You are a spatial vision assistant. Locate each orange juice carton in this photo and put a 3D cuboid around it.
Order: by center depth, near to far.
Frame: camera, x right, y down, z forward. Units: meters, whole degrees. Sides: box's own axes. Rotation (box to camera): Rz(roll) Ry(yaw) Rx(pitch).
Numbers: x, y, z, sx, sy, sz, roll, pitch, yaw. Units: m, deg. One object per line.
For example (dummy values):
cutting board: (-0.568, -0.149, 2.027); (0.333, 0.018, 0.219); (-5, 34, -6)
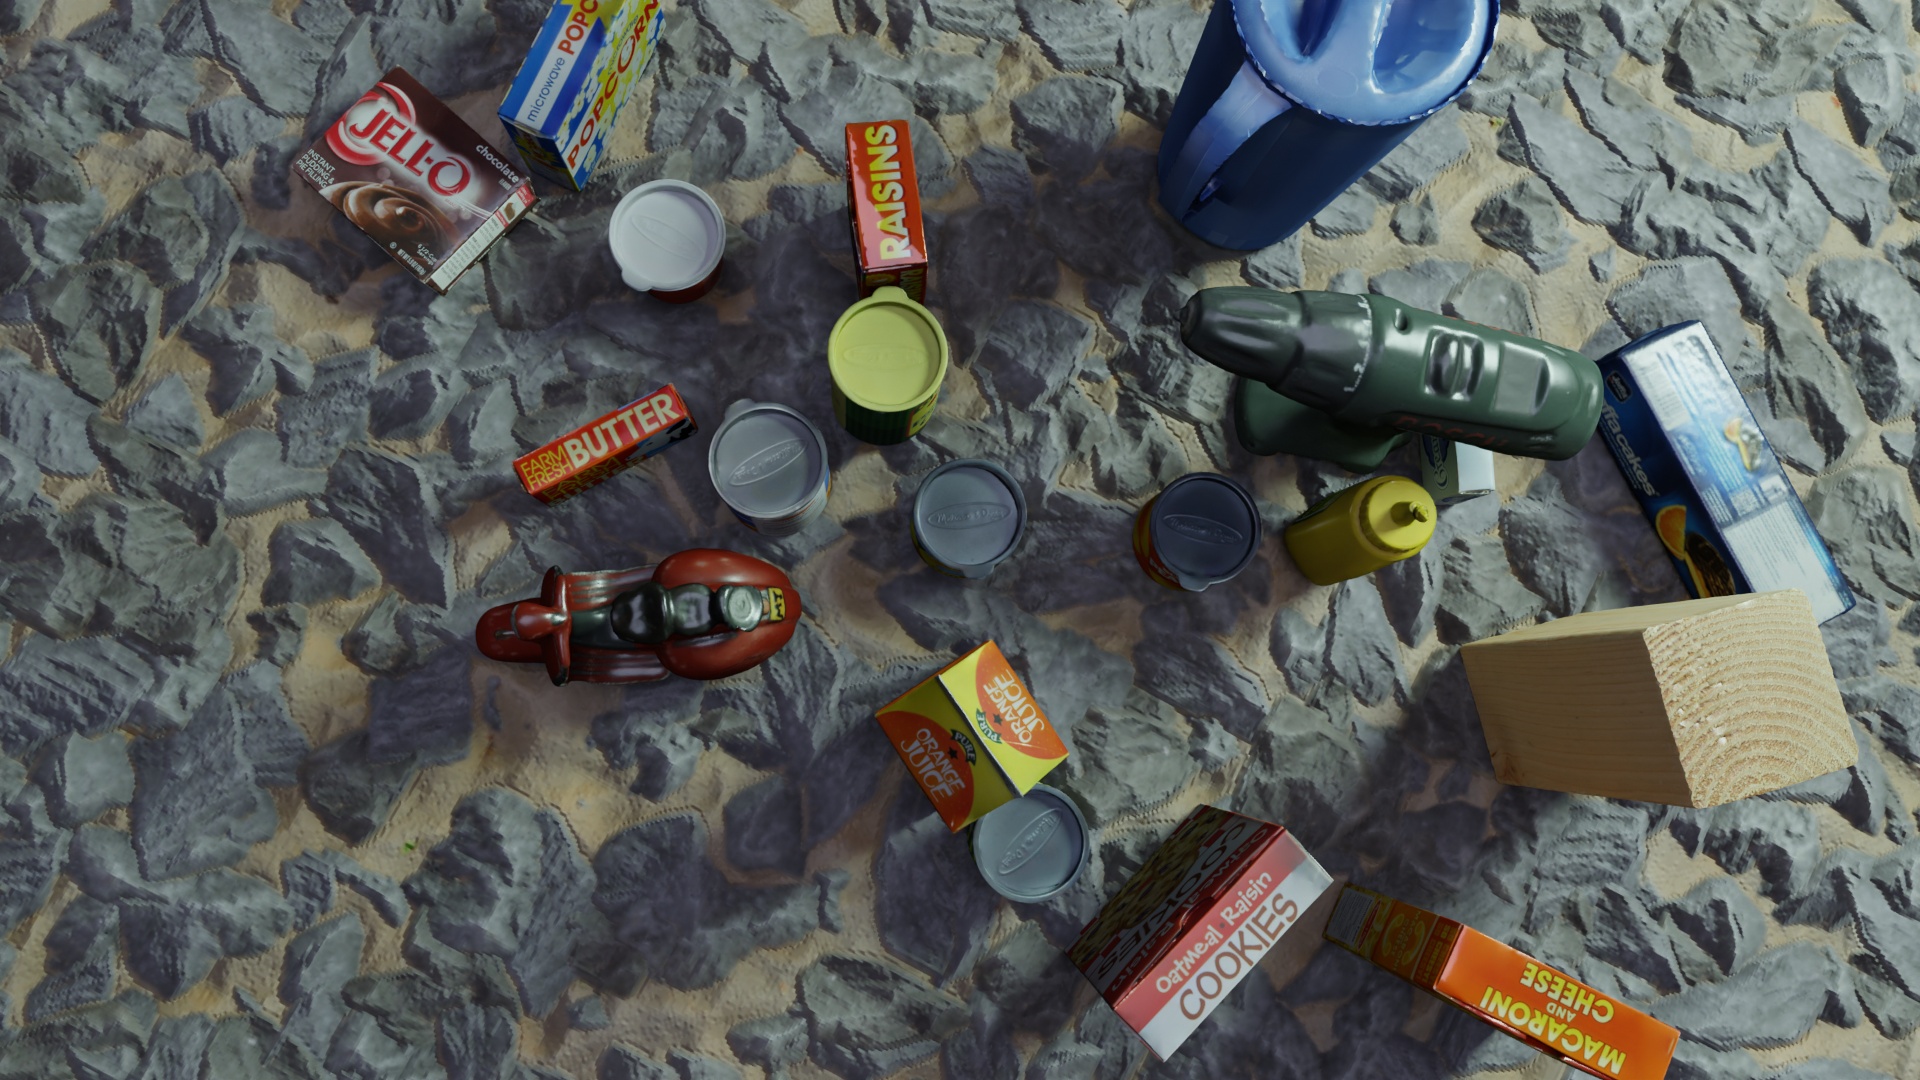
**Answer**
orange juice carton: (0.003, 0.103, 0.743); (0.073, 0.192, 0.072); (-33, 86, -7)

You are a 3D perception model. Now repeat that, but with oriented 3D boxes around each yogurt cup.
yogurt cup: (-0.174, -0.176, 0.837); (0.072, 0.054, 0.072); (1, 83, -4)

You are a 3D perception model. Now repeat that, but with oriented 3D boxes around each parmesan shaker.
parmesan shaker: (-0.043, -0.099, 0.812); (0.071, 0.103, 0.071); (1, 83, -4)

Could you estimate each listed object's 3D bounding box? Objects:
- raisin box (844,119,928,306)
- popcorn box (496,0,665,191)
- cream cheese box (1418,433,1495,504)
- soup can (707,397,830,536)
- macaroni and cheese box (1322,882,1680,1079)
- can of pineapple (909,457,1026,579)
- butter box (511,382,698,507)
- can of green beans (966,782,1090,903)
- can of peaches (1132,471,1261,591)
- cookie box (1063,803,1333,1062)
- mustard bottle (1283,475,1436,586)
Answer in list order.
raisin box: (-0.045, -0.181, 0.812); (0.040, 0.123, 0.086); (-6, 83, -5)
popcorn box: (-0.225, -0.284, 0.832); (0.038, 0.085, 0.127); (24, 82, -1)
cream cheese box: (0.304, -0.076, 0.859); (0.024, 0.053, 0.104); (-2, 83, -4)
soup can: (-0.110, -0.042, 0.809); (0.071, 0.083, 0.071); (1, 83, -4)
macaroni and cheese box: (0.286, 0.241, 0.759); (0.124, 0.166, 0.040); (27, 82, 0)
can of pineapple: (0.003, -0.010, 0.826); (0.071, 0.058, 0.071); (1, 83, -4)
butter box: (-0.208, -0.055, 0.819); (0.103, 0.053, 0.024); (-28, 86, -7)
can of green beans: (0.038, 0.172, 0.805); (0.071, 0.057, 0.071); (1, 83, -4)
can of peaches: (0.140, -0.002, 0.835); (0.071, 0.058, 0.071); (1, 83, -4)
cookie box: (0.121, 0.204, 0.751); (0.123, 0.167, 0.040); (-45, 88, -8)
mustard bottle: (0.234, -0.009, 0.791); (0.065, 0.160, 0.049); (-32, 86, -7)
